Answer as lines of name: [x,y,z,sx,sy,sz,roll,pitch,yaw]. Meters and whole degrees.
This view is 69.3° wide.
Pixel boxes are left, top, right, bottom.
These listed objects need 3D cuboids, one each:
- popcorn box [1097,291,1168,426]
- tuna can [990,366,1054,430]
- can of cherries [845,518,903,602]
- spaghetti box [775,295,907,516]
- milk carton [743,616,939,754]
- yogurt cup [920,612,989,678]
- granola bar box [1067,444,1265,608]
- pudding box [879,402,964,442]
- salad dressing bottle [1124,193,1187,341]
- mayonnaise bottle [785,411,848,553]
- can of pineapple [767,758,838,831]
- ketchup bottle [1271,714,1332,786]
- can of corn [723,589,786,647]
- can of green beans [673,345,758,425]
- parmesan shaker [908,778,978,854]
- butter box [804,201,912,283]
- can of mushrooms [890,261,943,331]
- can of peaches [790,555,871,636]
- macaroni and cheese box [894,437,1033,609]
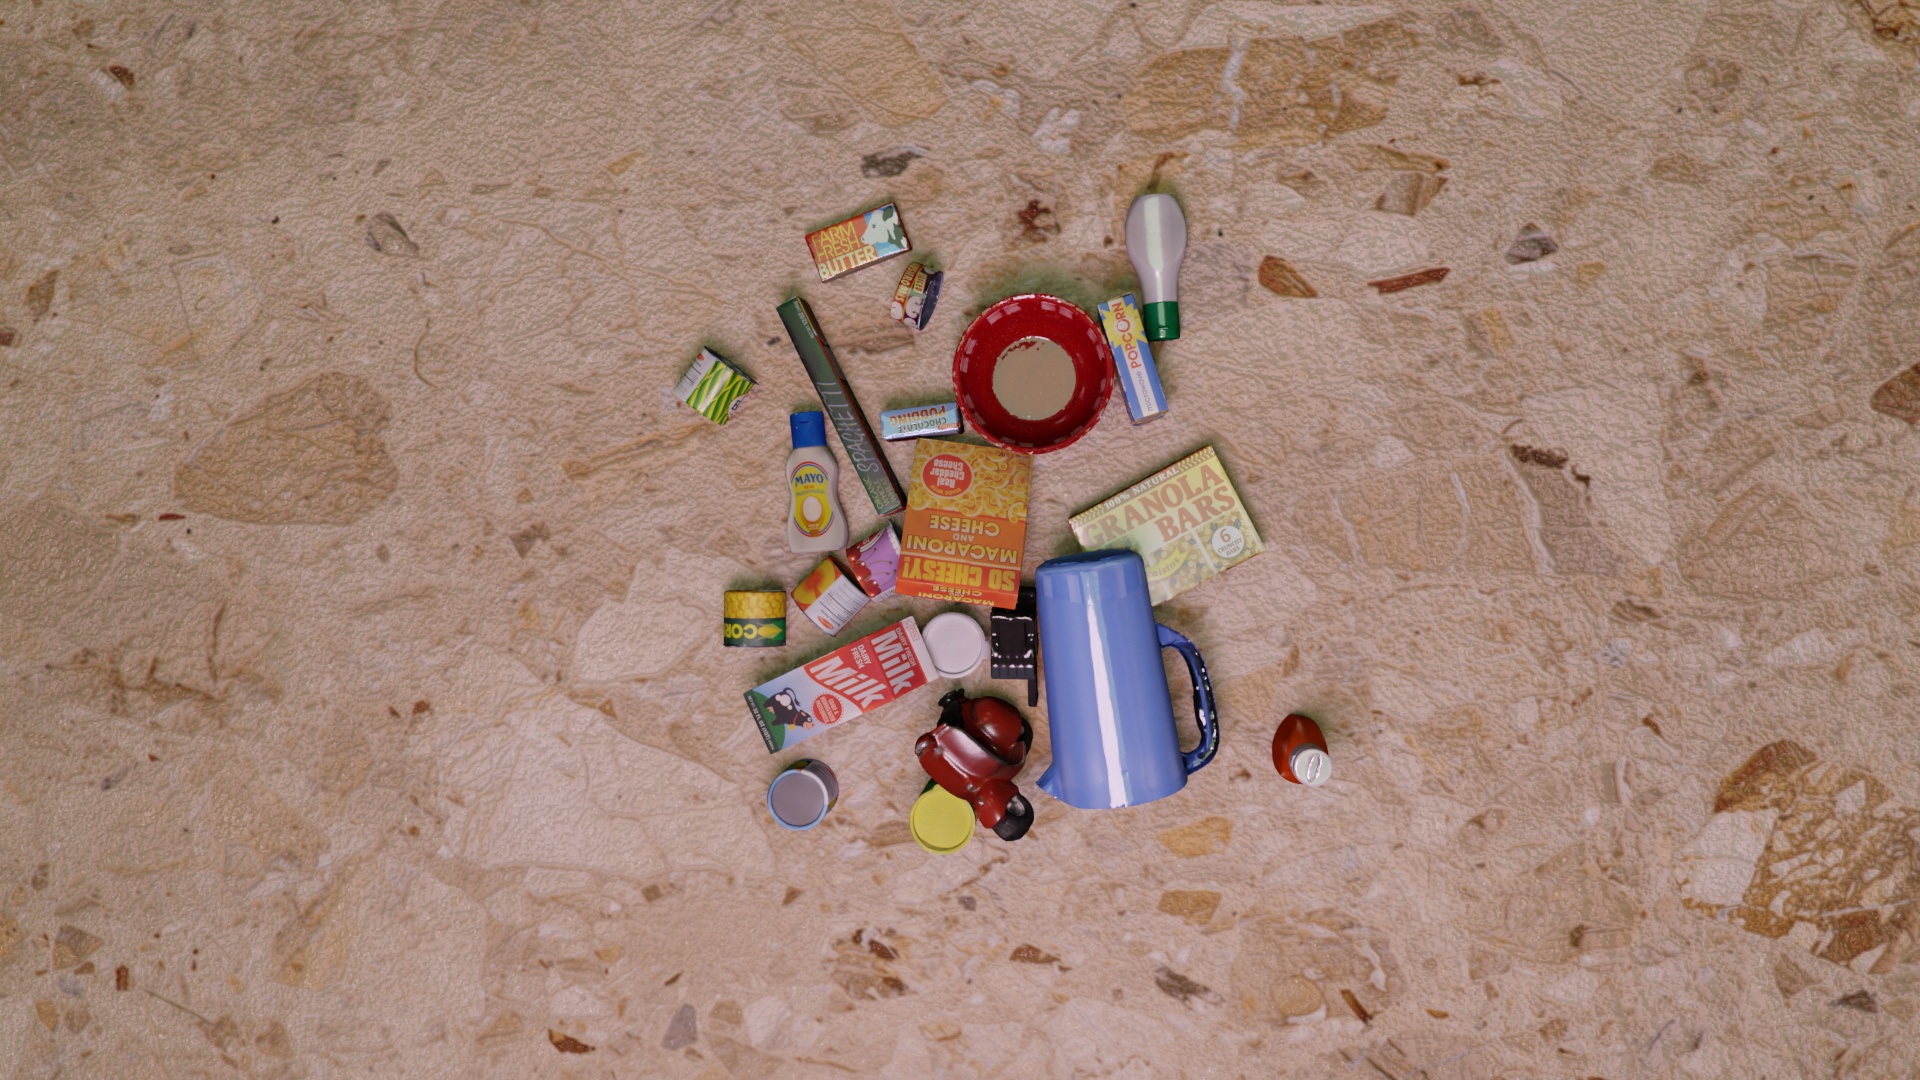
popcorn box: [0.175,-0.182,1.415,0.038,0.085,0.126,-17,89,6]
tuna can: [0.064,-0.145,1.452,0.071,0.033,0.071,0,90,6]
can of cherries: [-0.080,0.021,1.450,0.058,0.071,0.071,-29,88,6]
spaghetti box: [-0.123,-0.139,1.461,0.028,0.050,0.250,-27,88,7]
milk carton: [-0.118,0.147,1.436,0.190,0.073,0.072,-25,88,15]
yogurt cup: [-0.005,0.107,1.449,0.072,0.054,0.072,0,90,6]
granola bar box: [0.211,-0.006,1.436,0.165,0.039,0.124,-28,89,5]
pudding box: [-0.040,-0.123,1.454,0.084,0.049,0.030,-7,89,6]
salad dressing bottle: [0.204,-0.280,1.434,0.064,0.044,0.147,-3,91,4]
mayonnaise bottle: [-0.156,-0.062,1.469,0.065,0.041,0.148,-6,90,7]
can of pineapple: [-0.167,0.269,1.464,0.071,0.058,0.071,0,91,6]
ketchup bottle: [0.337,0.212,1.370,0.043,0.149,0.064,15,92,7]
can of corn: [-0.218,0.082,1.461,0.071,0.071,0.058,0,90,6]
can of green beans: [-0.260,-0.163,1.466,0.071,0.071,0.058,37,95,4]
parmesan shaker: [-0.013,0.275,1.427,0.071,0.103,0.071,0,91,5]
butter box: [-0.108,-0.315,1.472,0.103,0.024,0.053,-20,89,5]
can of mushrooms: [-0.045,-0.255,1.443,0.033,0.071,0.071,23,93,6]
can of peaches: [-0.136,0.056,1.457,0.058,0.071,0.071,-45,87,5]
macaroni and cheese box: [0.005,-0.018,1.412,0.124,0.040,0.167,8,61,-1]
